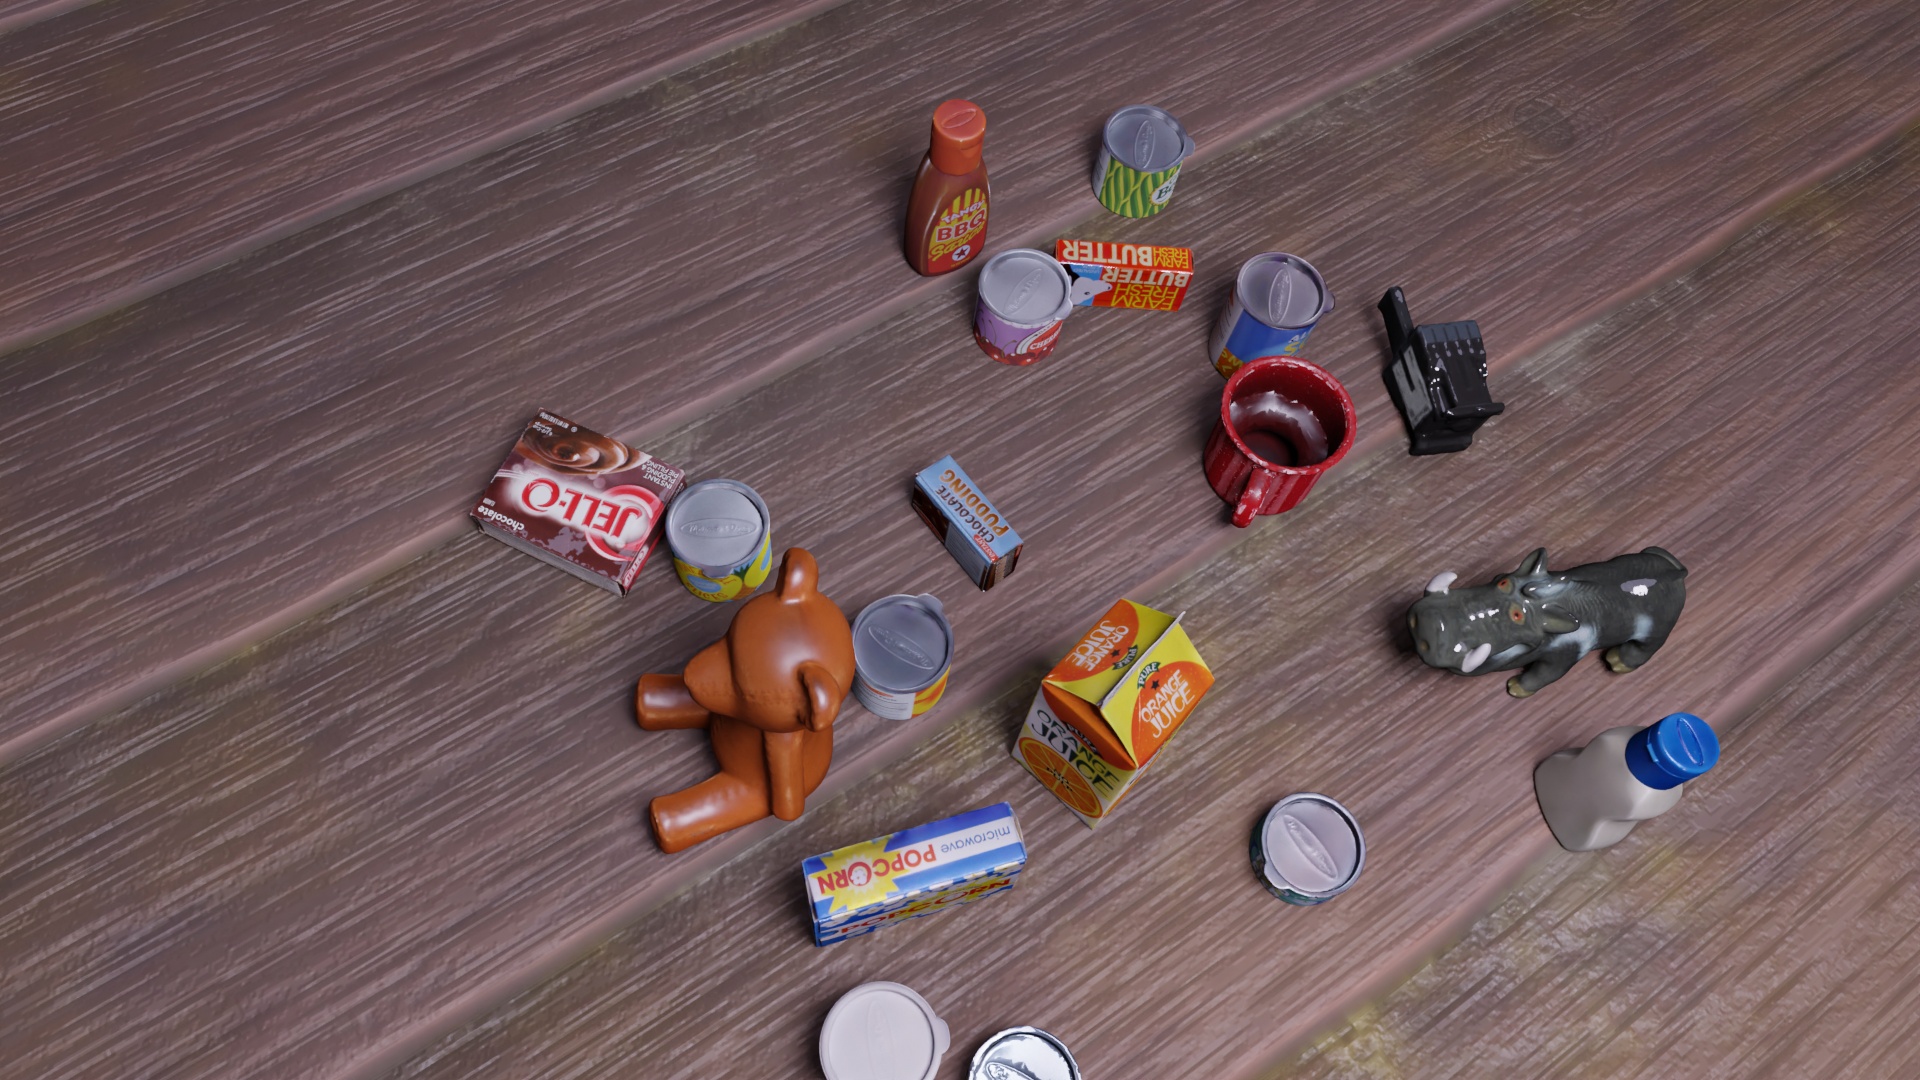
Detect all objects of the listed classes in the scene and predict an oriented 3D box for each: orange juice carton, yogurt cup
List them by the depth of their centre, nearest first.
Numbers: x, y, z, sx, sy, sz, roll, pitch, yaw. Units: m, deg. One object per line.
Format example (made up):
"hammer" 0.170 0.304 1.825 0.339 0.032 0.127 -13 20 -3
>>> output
"yogurt cup" -0.046 0.289 0.790 0.072 0.053 0.072 2 65 -4
"orange juice carton" 0.089 0.100 0.817 0.073 0.191 0.072 41 68 13

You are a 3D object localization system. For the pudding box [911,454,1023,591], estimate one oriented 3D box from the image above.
"pudding box" 0.003 -0.012 0.940 0.030 0.049 0.084 -34 72 -19

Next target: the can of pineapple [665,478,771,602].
"can of pineapple" -0.159 0.002 0.914 0.071 0.057 0.071 2 65 -4

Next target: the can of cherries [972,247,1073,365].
"can of cherries" 0.046 -0.168 1.014 0.071 0.058 0.072 2 65 -4

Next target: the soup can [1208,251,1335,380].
"soup can" 0.225 -0.158 1.012 0.071 0.083 0.071 2 65 -4

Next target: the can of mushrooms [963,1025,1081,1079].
"can of mushrooms" 0.034 0.317 0.796 0.071 0.033 0.071 2 65 -4

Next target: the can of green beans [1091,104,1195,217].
"can of green beans" 0.139 -0.295 1.083 0.071 0.057 0.071 2 65 -4

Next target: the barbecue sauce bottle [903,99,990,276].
"barbecue sauce bottle" -0.007 -0.253 1.000 0.065 0.148 0.044 -29 71 -17

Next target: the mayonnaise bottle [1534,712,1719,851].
"mayonnaise bottle" 0.406 0.145 0.850 0.041 0.147 0.065 -10 66 -10

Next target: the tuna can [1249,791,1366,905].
"tuna can" 0.215 0.195 0.871 0.071 0.032 0.071 2 65 -4

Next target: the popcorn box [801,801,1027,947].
"popcorn box" -0.029 0.198 0.818 0.127 0.085 0.038 -14 67 -12

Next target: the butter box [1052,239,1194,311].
"butter box" 0.118 -0.198 1.038 0.103 0.053 0.024 3 65 -4

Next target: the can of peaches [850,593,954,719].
"can of peaches" -0.037 0.074 0.891 0.071 0.057 0.071 2 65 -4
